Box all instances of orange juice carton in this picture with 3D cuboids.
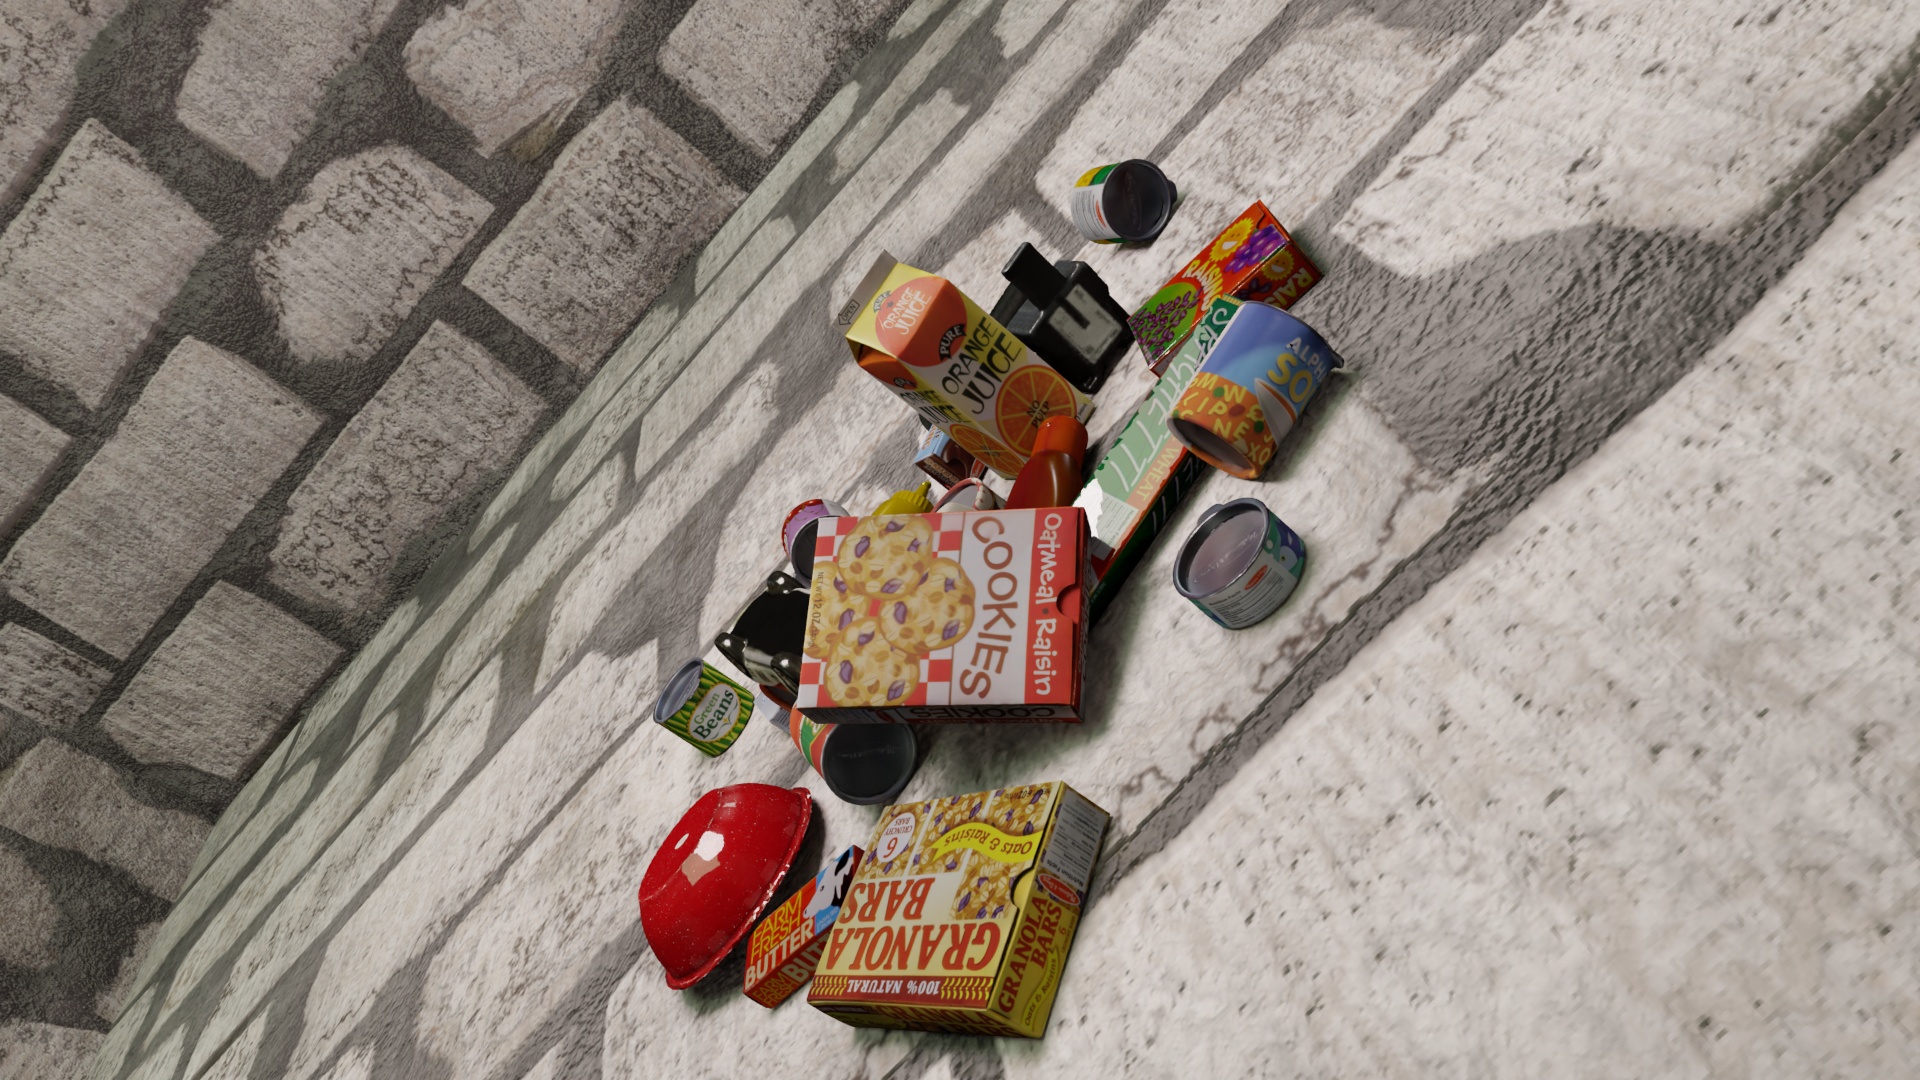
[{"bbox_3d":[-0.003,-0.127,1.017,0.072,0.192,0.073,-58,24,-12],"label":"orange juice carton"}]

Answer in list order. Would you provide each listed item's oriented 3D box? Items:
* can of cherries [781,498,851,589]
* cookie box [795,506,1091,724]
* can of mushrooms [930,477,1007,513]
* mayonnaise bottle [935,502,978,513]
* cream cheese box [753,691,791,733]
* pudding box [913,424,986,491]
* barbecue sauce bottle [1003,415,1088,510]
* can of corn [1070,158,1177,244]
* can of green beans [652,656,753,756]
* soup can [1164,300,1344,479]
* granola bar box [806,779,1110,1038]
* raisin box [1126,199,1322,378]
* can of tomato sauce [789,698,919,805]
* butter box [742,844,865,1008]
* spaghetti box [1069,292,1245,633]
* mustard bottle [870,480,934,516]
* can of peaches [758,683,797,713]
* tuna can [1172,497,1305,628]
[{"bbox_3d":[-0.120,0.004,1.193,0.071,0.071,0.058,-50,24,3],"label":"can of cherries"},{"bbox_3d":[-0.008,0.045,0.827,0.167,0.040,0.123,-2,67,16],"label":"cookie box"},{"bbox_3d":[0.004,-0.013,1.041,0.071,0.033,0.071,-40,27,25],"label":"can of mushrooms"},{"bbox_3d":[0.001,0.043,0.936,0.041,0.065,0.149,-42,28,38],"label":"mayonnaise bottle"},{"bbox_3d":[-0.120,0.101,1.111,0.104,0.024,0.053,-54,25,-5],"label":"cream cheese box"},{"bbox_3d":[0.002,-0.083,1.123,0.030,0.049,0.084,-22,37,51],"label":"pudding box"},{"bbox_3d":[0.057,-0.024,0.950,0.064,0.043,0.149,-29,32,40],"label":"barbecue sauce bottle"},{"bbox_3d":[0.134,-0.280,1.150,0.071,0.071,0.058,-55,24,-7],"label":"can of corn"},{"bbox_3d":[-0.219,0.142,1.184,0.071,0.057,0.071,-40,26,24],"label":"can of green beans"},{"bbox_3d":[0.171,-0.086,0.812,0.084,0.071,0.071,-56,24,-7],"label":"soup can"},{"bbox_3d":[-0.005,0.199,0.750,0.165,0.039,0.125,-21,38,49],"label":"granola bar box"},{"bbox_3d":[0.176,-0.165,0.944,0.123,0.040,0.086,-42,25,19],"label":"raisin box"},{"bbox_3d":[-0.073,0.130,0.931,0.071,0.071,0.083,-54,23,-5],"label":"can of tomato sauce"},{"bbox_3d":[-0.093,0.241,0.865,0.103,0.024,0.053,-43,25,18],"label":"butter box"},{"bbox_3d":[0.117,-0.043,0.866,0.050,0.028,0.250,31,82,35],"label":"spaghetti box"},{"bbox_3d":[-0.056,0.008,1.082,0.048,0.065,0.161,-28,29,50],"label":"mustard bottle"},{"bbox_3d":[-0.111,0.098,1.042,0.071,0.071,0.058,-10,48,57],"label":"can of peaches"},{"bbox_3d":[0.150,0.011,0.750,0.071,0.033,0.071,-40,27,25],"label":"tuna can"}]
